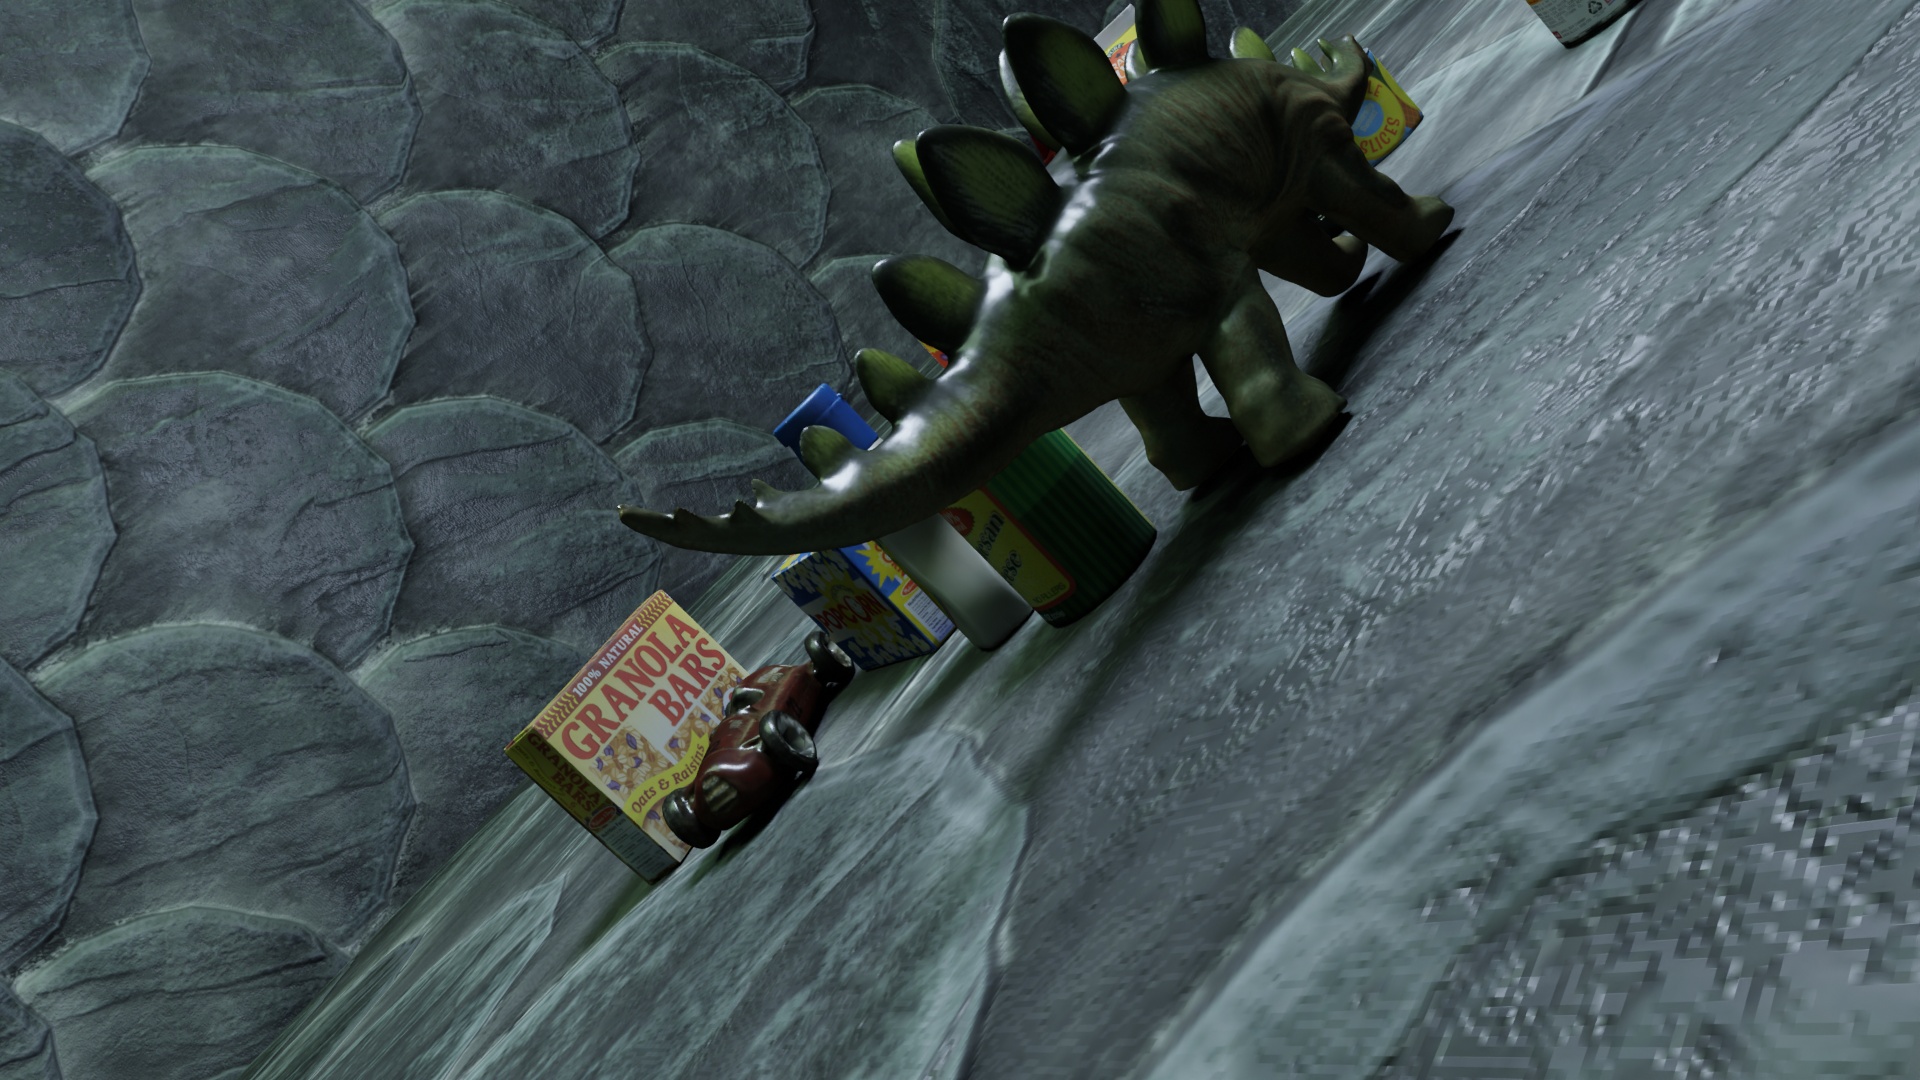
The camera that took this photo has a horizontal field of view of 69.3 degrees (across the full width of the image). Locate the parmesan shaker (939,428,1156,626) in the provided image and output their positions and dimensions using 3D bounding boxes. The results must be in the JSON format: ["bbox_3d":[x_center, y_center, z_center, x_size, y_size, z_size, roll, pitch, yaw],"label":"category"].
[{"bbox_3d":[0.029,-0.020,0.610,0.071,0.103,0.071,-43,9,9],"label":"parmesan shaker"}]

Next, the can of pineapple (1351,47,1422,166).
[{"bbox_3d":[0.258,-0.277,0.908,0.071,0.058,0.071,-43,9,8],"label":"can of pineapple"}]

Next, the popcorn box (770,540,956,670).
[{"bbox_3d":[-0.055,0.029,0.815,0.038,0.085,0.126,-48,10,-23],"label":"popcorn box"}]

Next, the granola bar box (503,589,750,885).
[{"bbox_3d":[-0.200,0.124,0.907,0.039,0.124,0.166,-39,10,31],"label":"granola bar box"}]

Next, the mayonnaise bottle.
[{"bbox_3d":[-0.028,-0.012,0.681,0.041,0.148,0.065,-45,9,0],"label":"mayonnaise bottle"}]

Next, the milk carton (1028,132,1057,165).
[{"bbox_3d":[0.132,-0.292,1.110,0.072,0.190,0.073,-44,9,2],"label":"milk carton"}]

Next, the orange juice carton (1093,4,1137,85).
[{"bbox_3d":[0.183,-0.358,1.179,0.071,0.192,0.073,-41,9,20],"label":"orange juice carton"}]

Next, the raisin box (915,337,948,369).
[{"bbox_3d":[0.011,-0.156,1.246,0.040,0.123,0.086,-44,9,6],"label":"raisin box"}]
